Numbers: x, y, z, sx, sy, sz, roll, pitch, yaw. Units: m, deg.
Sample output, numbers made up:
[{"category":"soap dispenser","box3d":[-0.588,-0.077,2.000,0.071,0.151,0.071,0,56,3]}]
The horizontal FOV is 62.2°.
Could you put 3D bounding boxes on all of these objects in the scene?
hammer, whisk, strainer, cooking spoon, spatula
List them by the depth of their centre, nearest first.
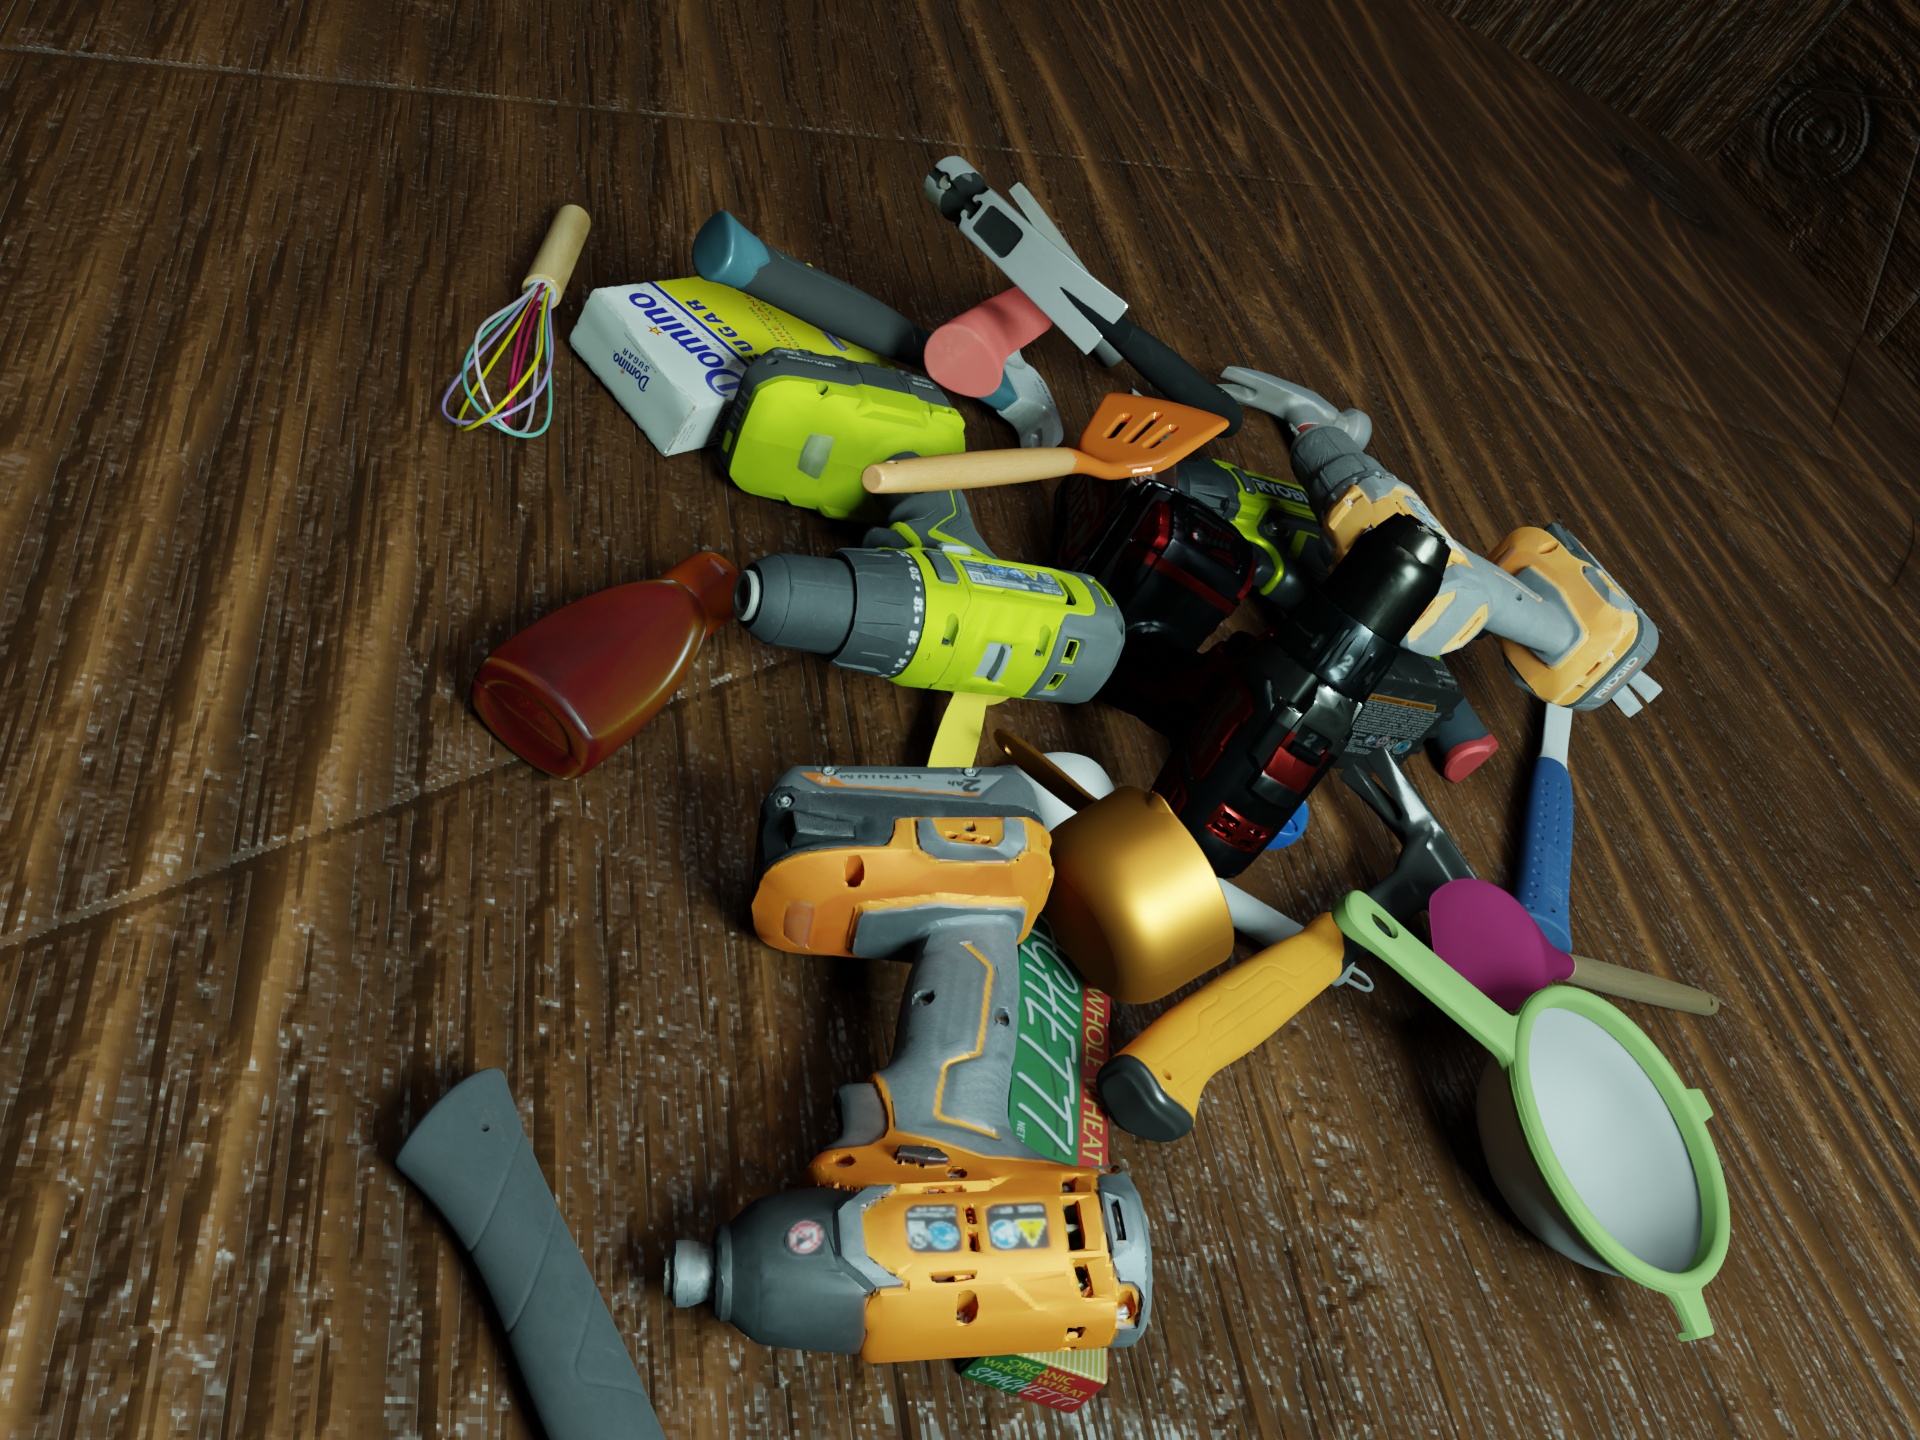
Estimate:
[{"category":"hammer","box3d":[-0.064,0.279,0.462,0.149,0.036,0.409,-9,56,-45]},{"category":"hammer","box3d":[0.165,0.110,0.774,0.337,0.034,0.127,-20,75,-49]},{"category":"strainer","box3d":[0.262,0.179,0.776,0.256,0.069,0.151,40,41,-8]},{"category":"strainer","box3d":[0.110,0.075,0.809,0.258,0.050,0.087,31,23,-13]},{"category":"spatula","box3d":[0.044,-0.143,0.828,0.081,0.041,0.322,20,20,26]},{"category":"whisk","box3d":[-0.226,-0.221,0.853,0.051,0.047,0.245,21,37,-17]},{"category":"cooking spoon","box3d":[0.353,0.143,0.898,0.318,0.017,0.069,17,63,-39]},{"category":"hammer","box3d":[-0.037,-0.226,0.934,0.330,0.033,0.128,9,52,-56]},{"category":"hammer","box3d":[0.109,-0.243,1.019,0.146,0.035,0.334,50,17,28]},{"category":"hammer","box3d":[0.035,-0.272,1.032,0.149,0.036,0.359,51,25,-7]},{"category":"hammer","box3d":[0.411,0.031,1.089,0.144,0.035,0.406,36,38,-1]},{"category":"hammer","box3d":[0.285,-0.116,1.144,0.143,0.038,0.387,14,43,-25]}]

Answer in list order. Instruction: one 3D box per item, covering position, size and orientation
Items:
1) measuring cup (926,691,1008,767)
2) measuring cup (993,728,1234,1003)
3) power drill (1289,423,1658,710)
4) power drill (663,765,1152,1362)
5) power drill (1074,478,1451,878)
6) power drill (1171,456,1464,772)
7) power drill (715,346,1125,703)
[{"category":"measuring cup","box3d":[-0.001,-0.003,0.813,0.062,0.029,0.157,29,41,-10]},{"category":"measuring cup","box3d":[0.047,0.058,0.711,0.052,0.095,0.174,-30,43,-20]},{"category":"power drill","box3d":[0.316,-0.102,1.010,0.226,0.084,0.186,14,37,-34]},{"category":"power drill","box3d":[-0.029,0.125,0.598,0.164,0.084,0.227,1,48,-12]},{"category":"power drill","box3d":[0.138,-0.047,0.799,0.080,0.188,0.227,28,16,-24]},{"category":"power drill","box3d":[0.206,-0.078,1.015,0.171,0.080,0.223,8,42,-33]},{"category":"power drill","box3d":[-0.043,-0.097,0.800,0.190,0.080,0.229,6,36,-31]}]
